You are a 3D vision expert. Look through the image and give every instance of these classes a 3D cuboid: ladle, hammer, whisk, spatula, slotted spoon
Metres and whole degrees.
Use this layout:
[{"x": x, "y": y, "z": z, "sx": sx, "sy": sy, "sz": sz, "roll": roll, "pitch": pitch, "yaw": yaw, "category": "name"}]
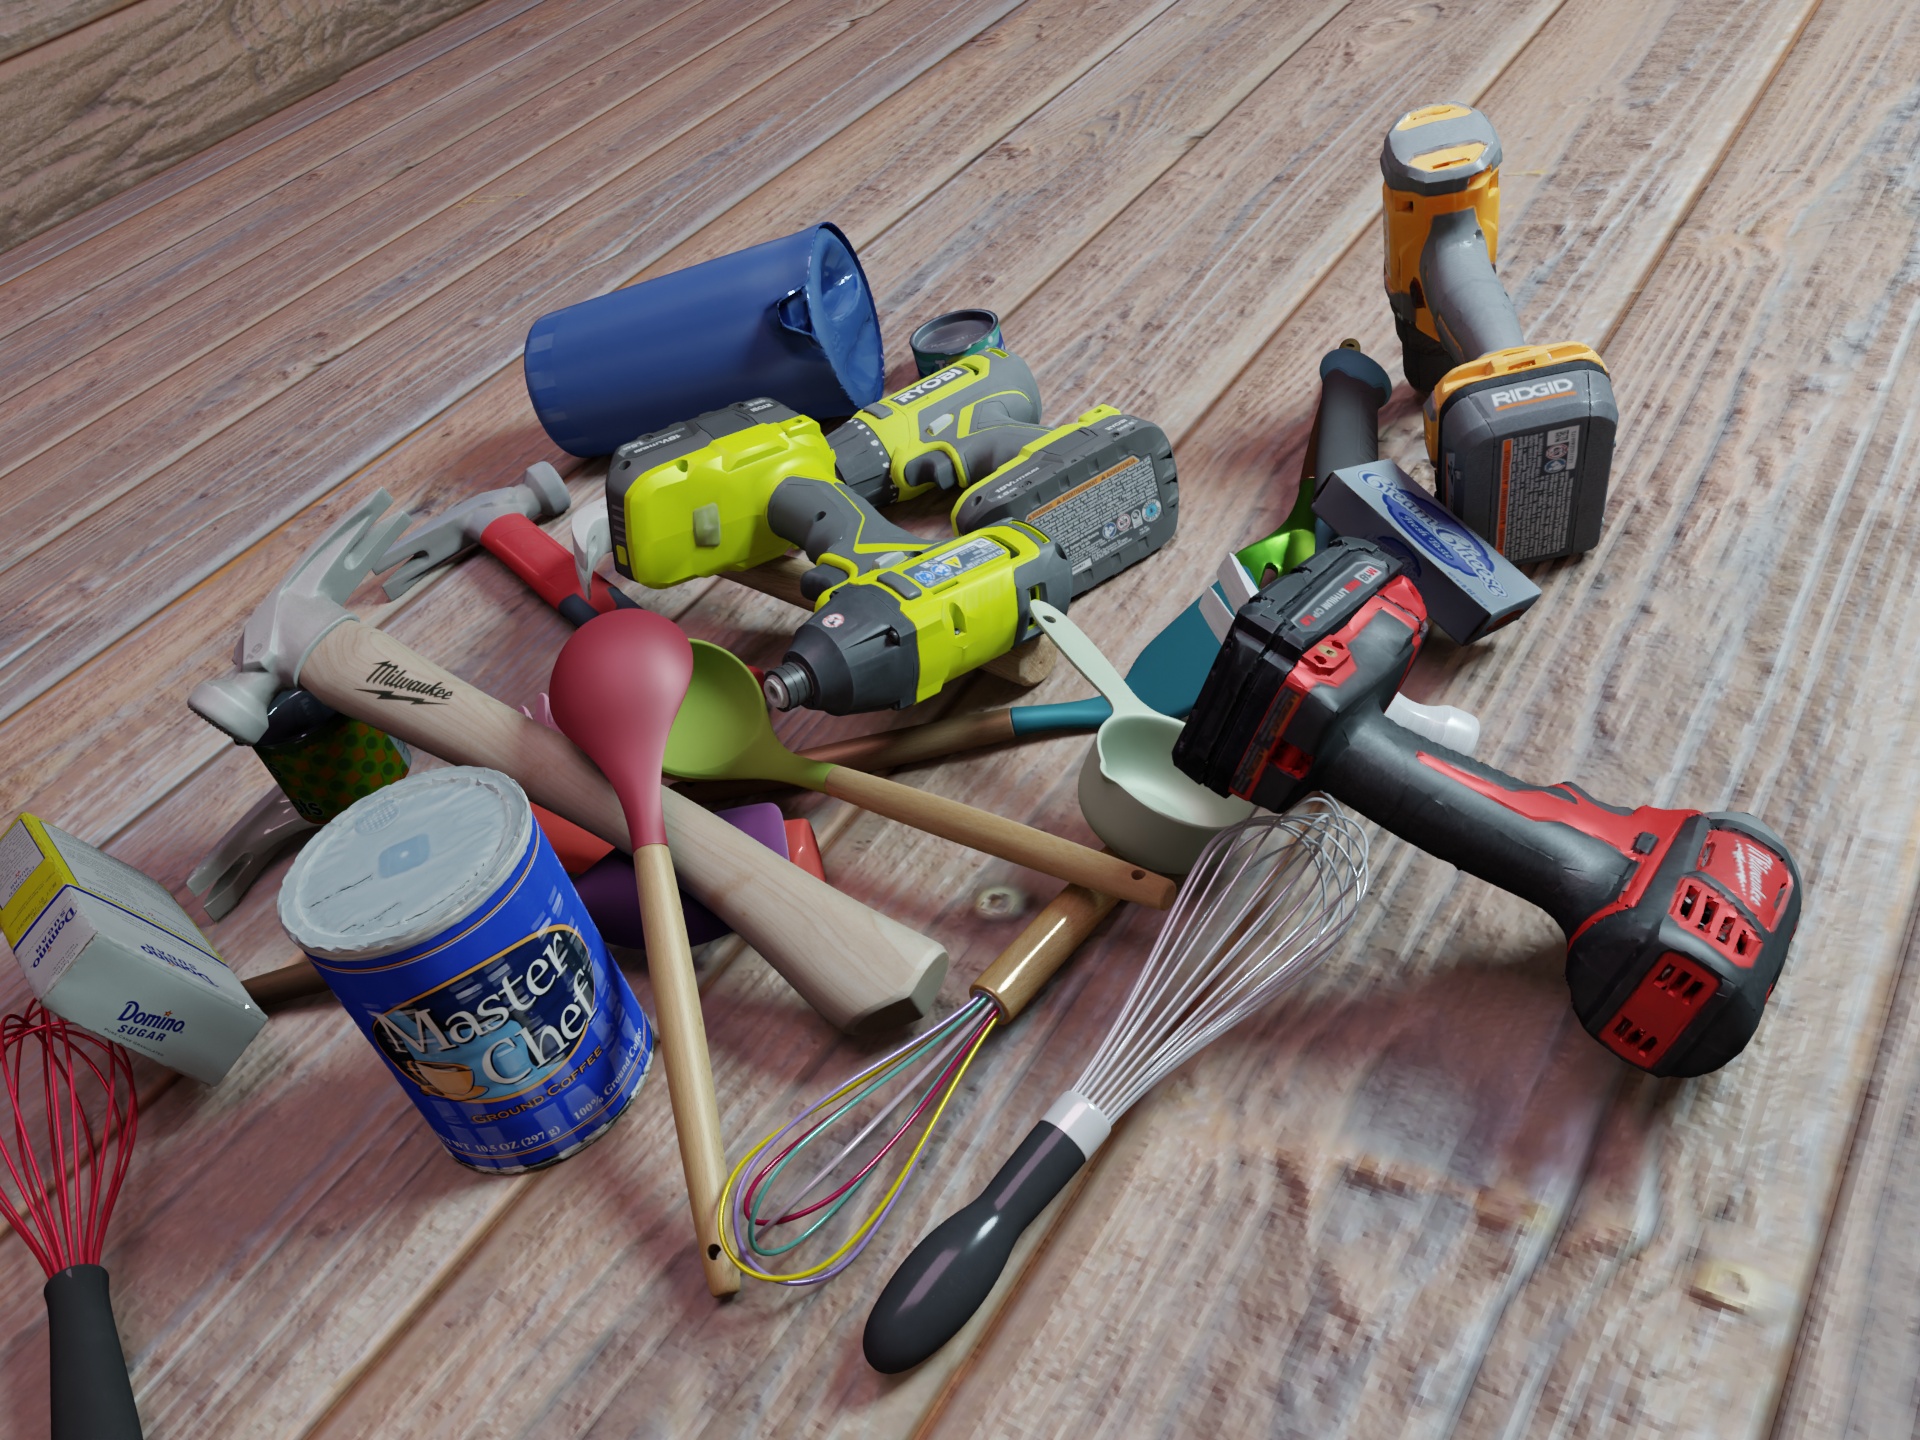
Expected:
[{"x": -0.042, "y": 0.025, "z": 0.731, "sx": 0.320, "sy": 0.062, "sz": 0.078, "roll": 17, "pitch": 48, "yaw": 36, "category": "ladle"}, {"x": 0.197, "y": -0.104, "z": 0.813, "sx": 0.128, "sy": 0.033, "sz": 0.331, "roll": 23, "pitch": 40, "yaw": -3, "category": "hammer"}, {"x": -0.368, "y": 0.219, "z": 0.658, "sx": 0.073, "sy": 0.073, "sz": 0.296, "roll": -29, "pitch": 45, "yaw": -14, "category": "whisk"}, {"x": -0.241, "y": -0.065, "z": 0.983, "sx": 0.143, "sy": 0.038, "sz": 0.387, "roll": -35, "pitch": 40, "yaw": -19, "category": "hammer"}, {"x": -0.001, "y": -0.003, "z": 0.798, "sx": 0.317, "sy": 0.044, "sz": 0.082, "roll": -13, "pitch": 42, "yaw": 9, "category": "spatula"}, {"x": 0.064, "y": 0.129, "z": 0.597, "sx": 0.070, "sy": 0.070, "sz": 0.284, "roll": 23, "pitch": 58, "yaw": 41, "category": "whisk"}, {"x": -0.177, "y": 0.019, "z": 0.737, "sx": 0.411, "sy": 0.038, "sz": 0.146, "roll": 26, "pitch": 72, "yaw": 23, "category": "hammer"}, {"x": -0.228, "y": 0.064, "z": 0.813, "sx": 0.359, "sy": 0.036, "sz": 0.149, "roll": 5, "pitch": 43, "yaw": 29, "category": "hammer"}, {"x": -0.093, "y": -0.078, "z": 0.908, "sx": 0.331, "sy": 0.031, "sz": 0.130, "roll": 20, "pitch": 36, "yaw": 31, "category": "hammer"}, {"x": -0.005, "y": 0.125, "z": 0.637, "sx": 0.047, "sy": 0.051, "sz": 0.245, "roll": 12, "pitch": 43, "yaw": 42, "category": "whisk"}, {"x": 0.206, "y": -0.144, "z": 0.906, "sx": 0.070, "sy": 0.031, "sz": 0.314, "roll": 13, "pitch": 42, "yaw": 11, "category": "slotted spoon"}, {"x": -0.225, "y": 0.101, "z": 0.753, "sx": 0.316, "sy": 0.018, "sz": 0.060, "roll": -15, "pitch": 69, "yaw": 14, "category": "spatula"}, {"x": -0.125, "y": 0.078, "z": 0.660, "sx": 0.069, "sy": 0.031, "sz": 0.316, "roll": -18, "pitch": 62, "yaw": 3, "category": "ladle"}]

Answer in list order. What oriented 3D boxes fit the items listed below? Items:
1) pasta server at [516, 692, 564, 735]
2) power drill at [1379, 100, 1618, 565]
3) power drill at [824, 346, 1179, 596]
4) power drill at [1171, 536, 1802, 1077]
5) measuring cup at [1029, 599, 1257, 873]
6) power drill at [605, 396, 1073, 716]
[{"x": -0.296, "y": -0.009, "z": 0.934, "sx": 0.316, "sy": 0.060, "sz": 0.040, "roll": 9, "pitch": 76, "yaw": 36, "category": "pasta server"}, {"x": 0.273, "y": -0.186, "z": 0.845, "sx": 0.084, "sy": 0.185, "sz": 0.226, "roll": -11, "pitch": 56, "yaw": 9, "category": "power drill"}, {"x": 0.002, "y": -0.144, "z": 0.953, "sx": 0.190, "sy": 0.080, "sz": 0.229, "roll": -31, "pitch": 35, "yaw": -18, "category": "power drill"}, {"x": 0.204, "y": 0.026, "z": 0.596, "sx": 0.220, "sy": 0.078, "sz": 0.143, "roll": 35, "pitch": 39, "yaw": 20, "category": "power drill"}, {"x": 0.068, "y": 0.006, "z": 0.726, "sx": 0.083, "sy": 0.038, "sz": 0.168, "roll": -1, "pitch": 39, "yaw": -33, "category": "measuring cup"}, {"x": -0.078, "y": -0.082, "z": 0.815, "sx": 0.171, "sy": 0.080, "sz": 0.223, "roll": -27, "pitch": 44, "yaw": -34, "category": "power drill"}]
